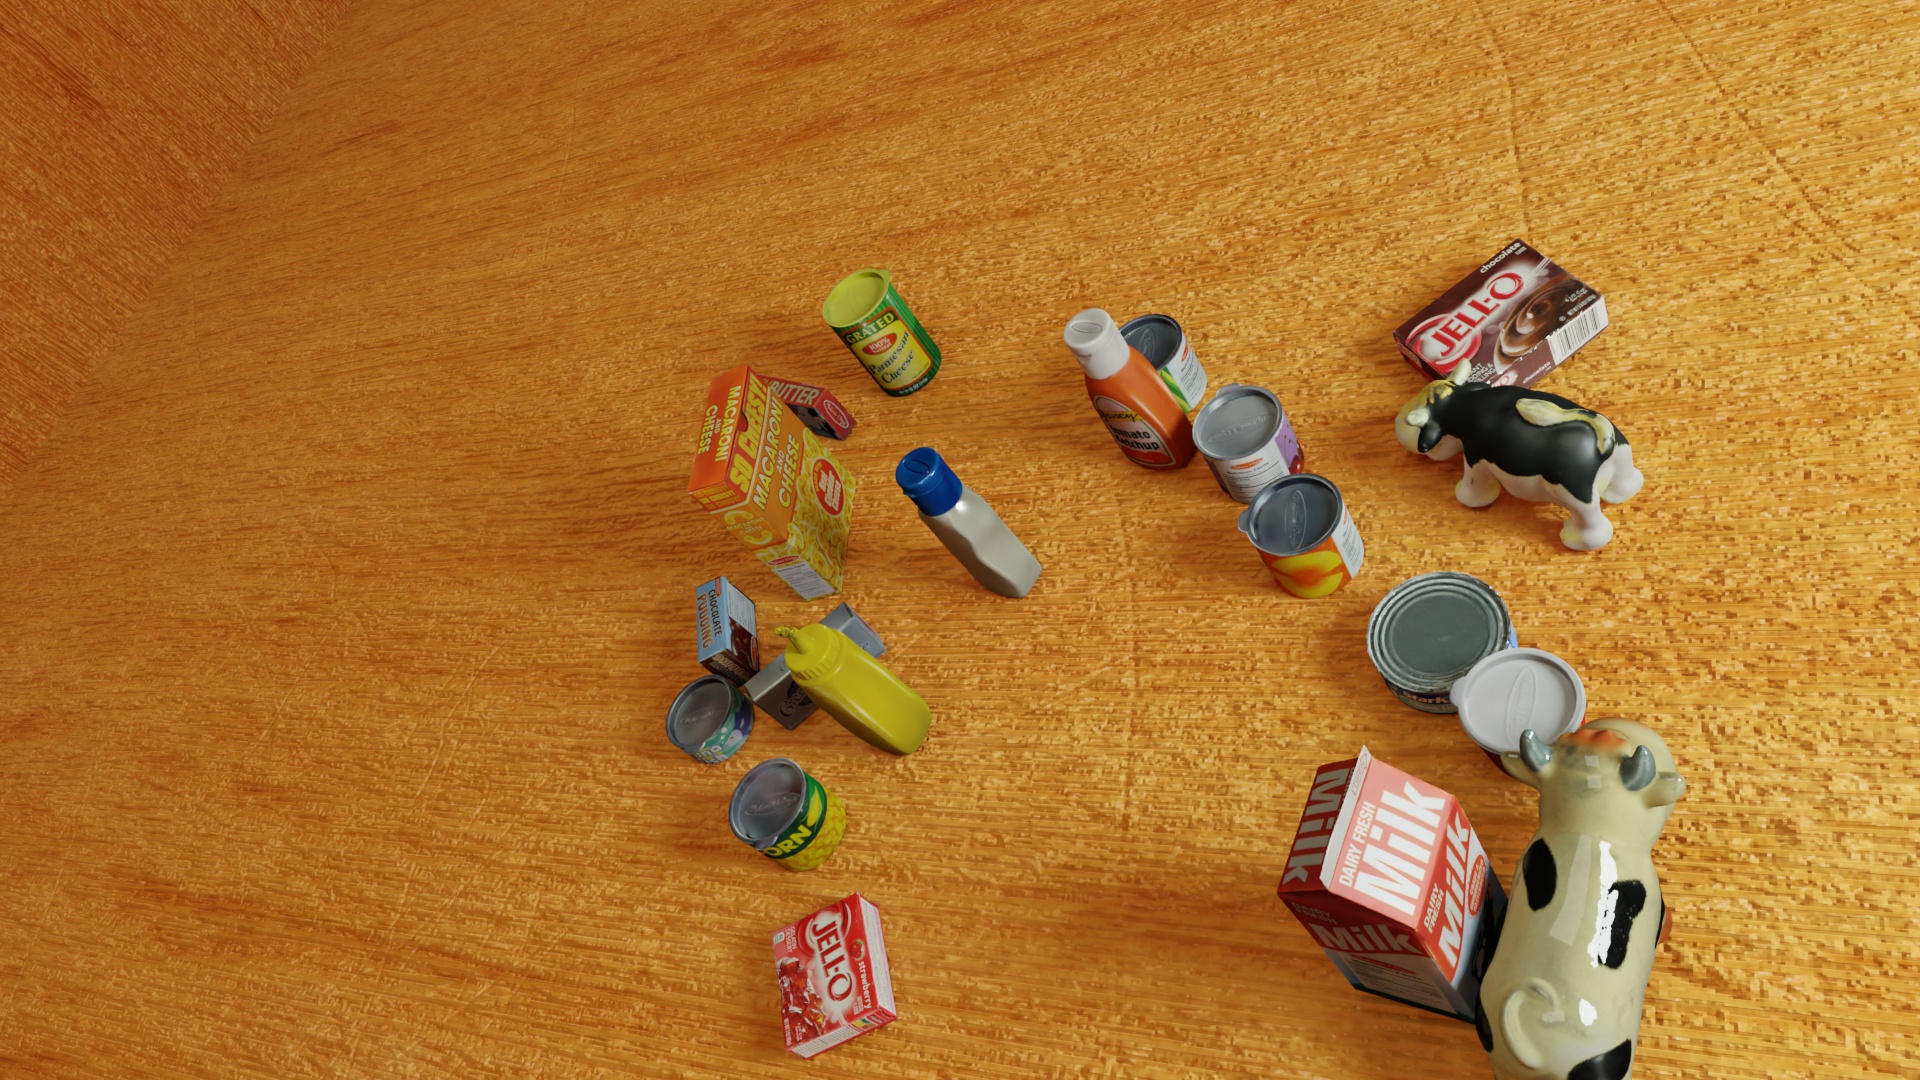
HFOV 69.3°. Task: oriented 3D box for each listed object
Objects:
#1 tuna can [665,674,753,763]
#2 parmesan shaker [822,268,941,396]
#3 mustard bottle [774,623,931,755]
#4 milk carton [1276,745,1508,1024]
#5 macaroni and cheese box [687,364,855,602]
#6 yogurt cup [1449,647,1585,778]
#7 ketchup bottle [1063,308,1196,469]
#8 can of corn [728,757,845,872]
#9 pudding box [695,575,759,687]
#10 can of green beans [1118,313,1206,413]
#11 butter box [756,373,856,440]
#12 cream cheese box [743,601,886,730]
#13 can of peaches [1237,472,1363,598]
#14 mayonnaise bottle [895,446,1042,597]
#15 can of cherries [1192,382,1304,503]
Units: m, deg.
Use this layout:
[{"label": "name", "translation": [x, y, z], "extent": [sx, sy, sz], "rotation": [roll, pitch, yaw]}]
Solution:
[{"label": "tuna can", "translation": [-0.203, 0.147, 1.125], "extent": [0.071, 0.032, 0.071], "rotation": [-18, 49, 22]}, {"label": "parmesan shaker", "translation": [-0.066, -0.186, 1.243], "extent": [0.071, 0.102, 0.072], "rotation": [-18, 49, 22]}, {"label": "mustard bottle", "translation": [-0.081, 0.100, 0.991], "extent": [0.065, 0.159, 0.049], "rotation": [12, 65, 39]}, {"label": "milk carton", "translation": [0.221, 0.176, 0.711], "extent": [0.073, 0.190, 0.072], "rotation": [7, 61, 37]}, {"label": "macaroni and cheese box", "translation": [-0.150, -0.046, 1.145], "extent": [0.040, 0.166, 0.124], "rotation": [-15, 50, 24]}, {"label": "yogurt cup", "translation": [0.325, 0.103, 0.796], "extent": [0.072, 0.053, 0.073], "rotation": [-18, 49, 22]}, {"label": "ketchup bottle", "translation": [0.123, -0.111, 1.028], "extent": [0.065, 0.148, 0.044], "rotation": [15, 67, 40]}, {"label": "can of corn", "translation": [-0.125, 0.203, 1.012], "extent": [0.071, 0.058, 0.071], "rotation": [-18, 49, 22]}, {"label": "pudding box", "translation": [-0.195, 0.076, 1.163], "extent": [0.030, 0.049, 0.084], "rotation": [-26, 46, 15]}, {"label": "can of green beans", "translation": [0.153, -0.134, 1.091], "extent": [0.071, 0.057, 0.071], "rotation": [-18, 49, 22]}, {"label": "butter box", "translation": [-0.149, -0.124, 1.285], "extent": [0.103, 0.053, 0.024], "rotation": [16, 67, 41]}, {"label": "cream cheese box", "translation": [-0.113, 0.099, 1.088], "extent": [0.104, 0.053, 0.024], "rotation": [-40, 44, 1]}, {"label": "can of peaches", "translation": [0.230, -0.002, 0.937], "extent": [0.071, 0.058, 0.071], "rotation": [-18, 49, 22]}, {"label": "mayonnaise bottle", "translation": [0.004, -0.013, 1.031], "extent": [0.065, 0.147, 0.041], "rotation": [22, 71, 42]}, {"label": "can of cherries", "translation": [0.209, -0.071, 1.004], "extent": [0.071, 0.058, 0.072], "rotation": [-18, 49, 22]}]
